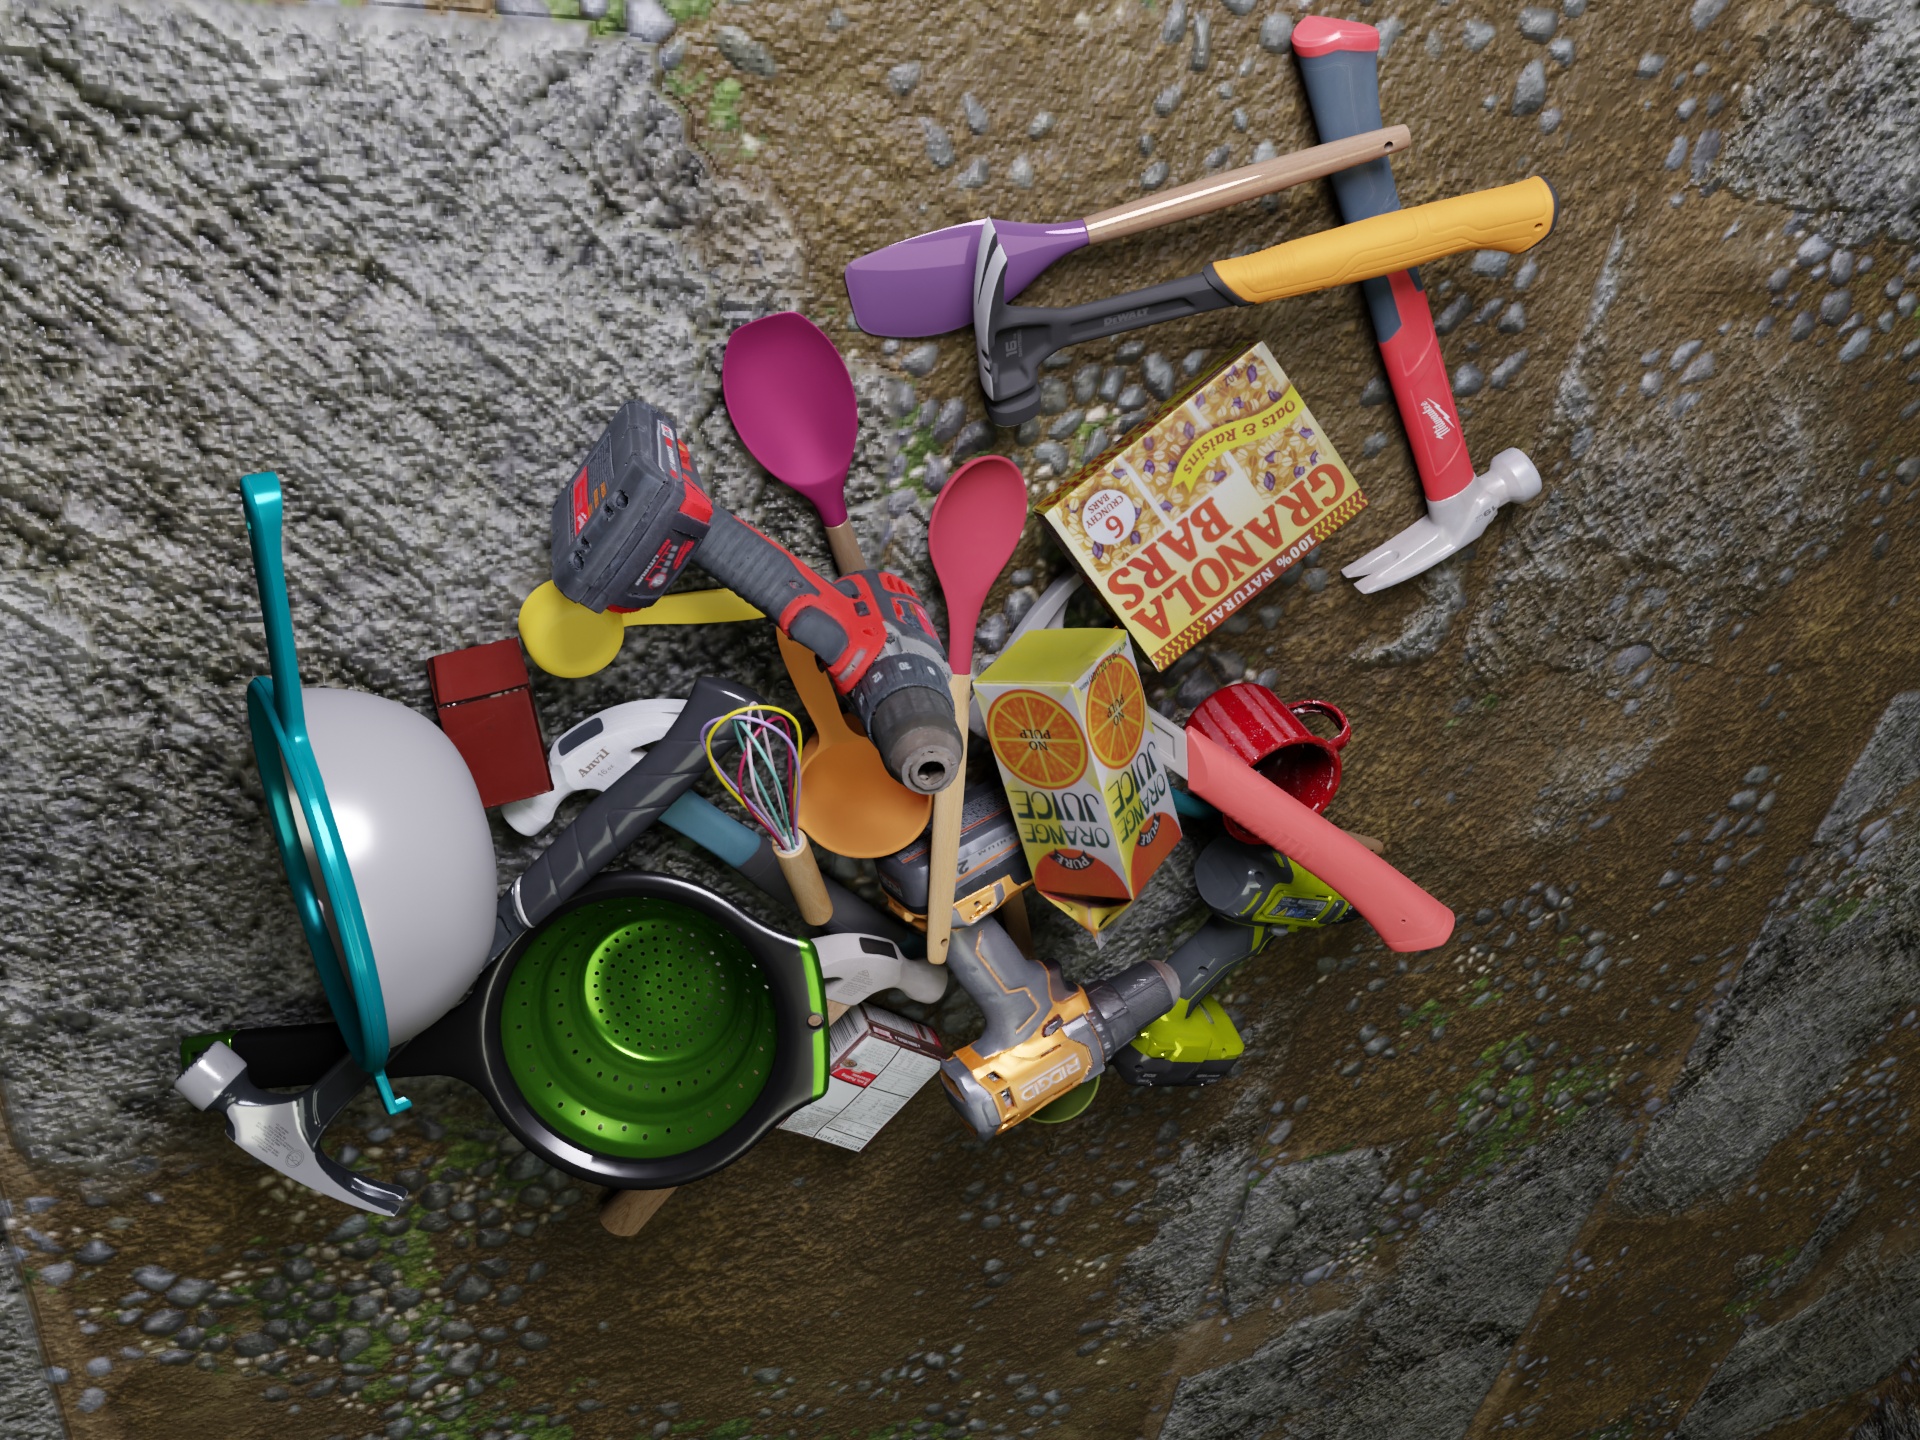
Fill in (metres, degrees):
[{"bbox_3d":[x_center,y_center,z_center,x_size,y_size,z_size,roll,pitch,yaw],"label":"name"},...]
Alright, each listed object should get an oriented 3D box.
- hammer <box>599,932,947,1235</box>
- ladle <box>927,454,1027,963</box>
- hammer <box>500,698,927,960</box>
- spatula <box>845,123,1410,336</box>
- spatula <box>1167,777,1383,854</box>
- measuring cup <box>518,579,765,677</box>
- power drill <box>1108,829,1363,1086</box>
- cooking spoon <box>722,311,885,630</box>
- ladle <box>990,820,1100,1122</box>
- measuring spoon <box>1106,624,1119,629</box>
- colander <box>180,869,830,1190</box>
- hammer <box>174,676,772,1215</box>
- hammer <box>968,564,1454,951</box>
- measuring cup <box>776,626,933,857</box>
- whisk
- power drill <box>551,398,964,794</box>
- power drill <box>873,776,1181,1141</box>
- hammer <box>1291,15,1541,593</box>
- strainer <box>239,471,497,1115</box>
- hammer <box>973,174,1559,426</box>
[{"bbox_3d":[-0.159,0.266,1.141,0.130,0.031,0.331,25,118,-37],"label":"hammer"},{"bbox_3d":[-0.002,-0.003,0.968,0.069,0.031,0.315,-2,102,-35],"label":"ladle"},{"bbox_3d":[-0.134,0.092,1.043,0.128,0.033,0.330,-41,132,9],"label":"hammer"},{"bbox_3d":[0.092,-0.270,0.862,0.316,0.018,0.059,-18,133,-1],"label":"spatula"},{"bbox_3d":[0.214,0.085,1.198,0.317,0.044,0.082,12,133,-34],"label":"spatula"},{"bbox_3d":[-0.172,-0.056,0.912,0.156,0.029,0.062,-7,127,-19],"label":"measuring cup"},{"bbox_3d":[0.220,0.182,1.237,0.190,0.080,0.228,11,125,-39],"label":"power drill"},{"bbox_3d":[-0.067,-0.098,0.939,0.069,0.017,0.318,-18,131,0],"label":"cooking spoon"},{"bbox_3d":[0.049,0.182,1.186,0.078,0.062,0.319,-14,128,-1],"label":"ladle"},{"bbox_3d":[0.126,-0.095,1.043,0.021,0.011,0.117,20,111,-35],"label":"measuring spoon"},{"bbox_3d":[-0.280,0.190,1.013,0.397,0.094,0.204,-4,99,-1],"label":"colander"},{"bbox_3d":[-0.266,0.125,0.935,0.409,0.036,0.149,-43,101,5],"label":"hammer"},{"bbox_3d":[0.186,0.037,1.048,0.359,0.037,0.149,34,108,-10],"label":"hammer"},{"bbox_3d":[-0.075,0.002,0.993,0.095,0.052,0.173,-18,115,8],"label":"measuring cup"},{"bbox_3d":[-0.103,0.062,0.953,0.047,0.051,0.244,-44,152,-20],"label":"whisk"},{"bbox_3d":[-0.096,-0.057,0.835,0.226,0.188,0.080,30,109,-28],"label":"power drill"},{"bbox_3d":[0.052,0.154,1.087,0.185,0.084,0.226,-26,113,-19],"label":"power drill"},{"bbox_3d":[0.256,-0.242,0.973,0.143,0.038,0.385,-32,132,2],"label":"hammer"},{"bbox_3d":[-0.290,0.020,0.796,0.095,0.211,0.340,-16,135,-28],"label":"strainer"},{"bbox_3d":[0.171,-0.252,0.877,0.337,0.034,0.127,-15,147,-5],"label":"hammer"}]
